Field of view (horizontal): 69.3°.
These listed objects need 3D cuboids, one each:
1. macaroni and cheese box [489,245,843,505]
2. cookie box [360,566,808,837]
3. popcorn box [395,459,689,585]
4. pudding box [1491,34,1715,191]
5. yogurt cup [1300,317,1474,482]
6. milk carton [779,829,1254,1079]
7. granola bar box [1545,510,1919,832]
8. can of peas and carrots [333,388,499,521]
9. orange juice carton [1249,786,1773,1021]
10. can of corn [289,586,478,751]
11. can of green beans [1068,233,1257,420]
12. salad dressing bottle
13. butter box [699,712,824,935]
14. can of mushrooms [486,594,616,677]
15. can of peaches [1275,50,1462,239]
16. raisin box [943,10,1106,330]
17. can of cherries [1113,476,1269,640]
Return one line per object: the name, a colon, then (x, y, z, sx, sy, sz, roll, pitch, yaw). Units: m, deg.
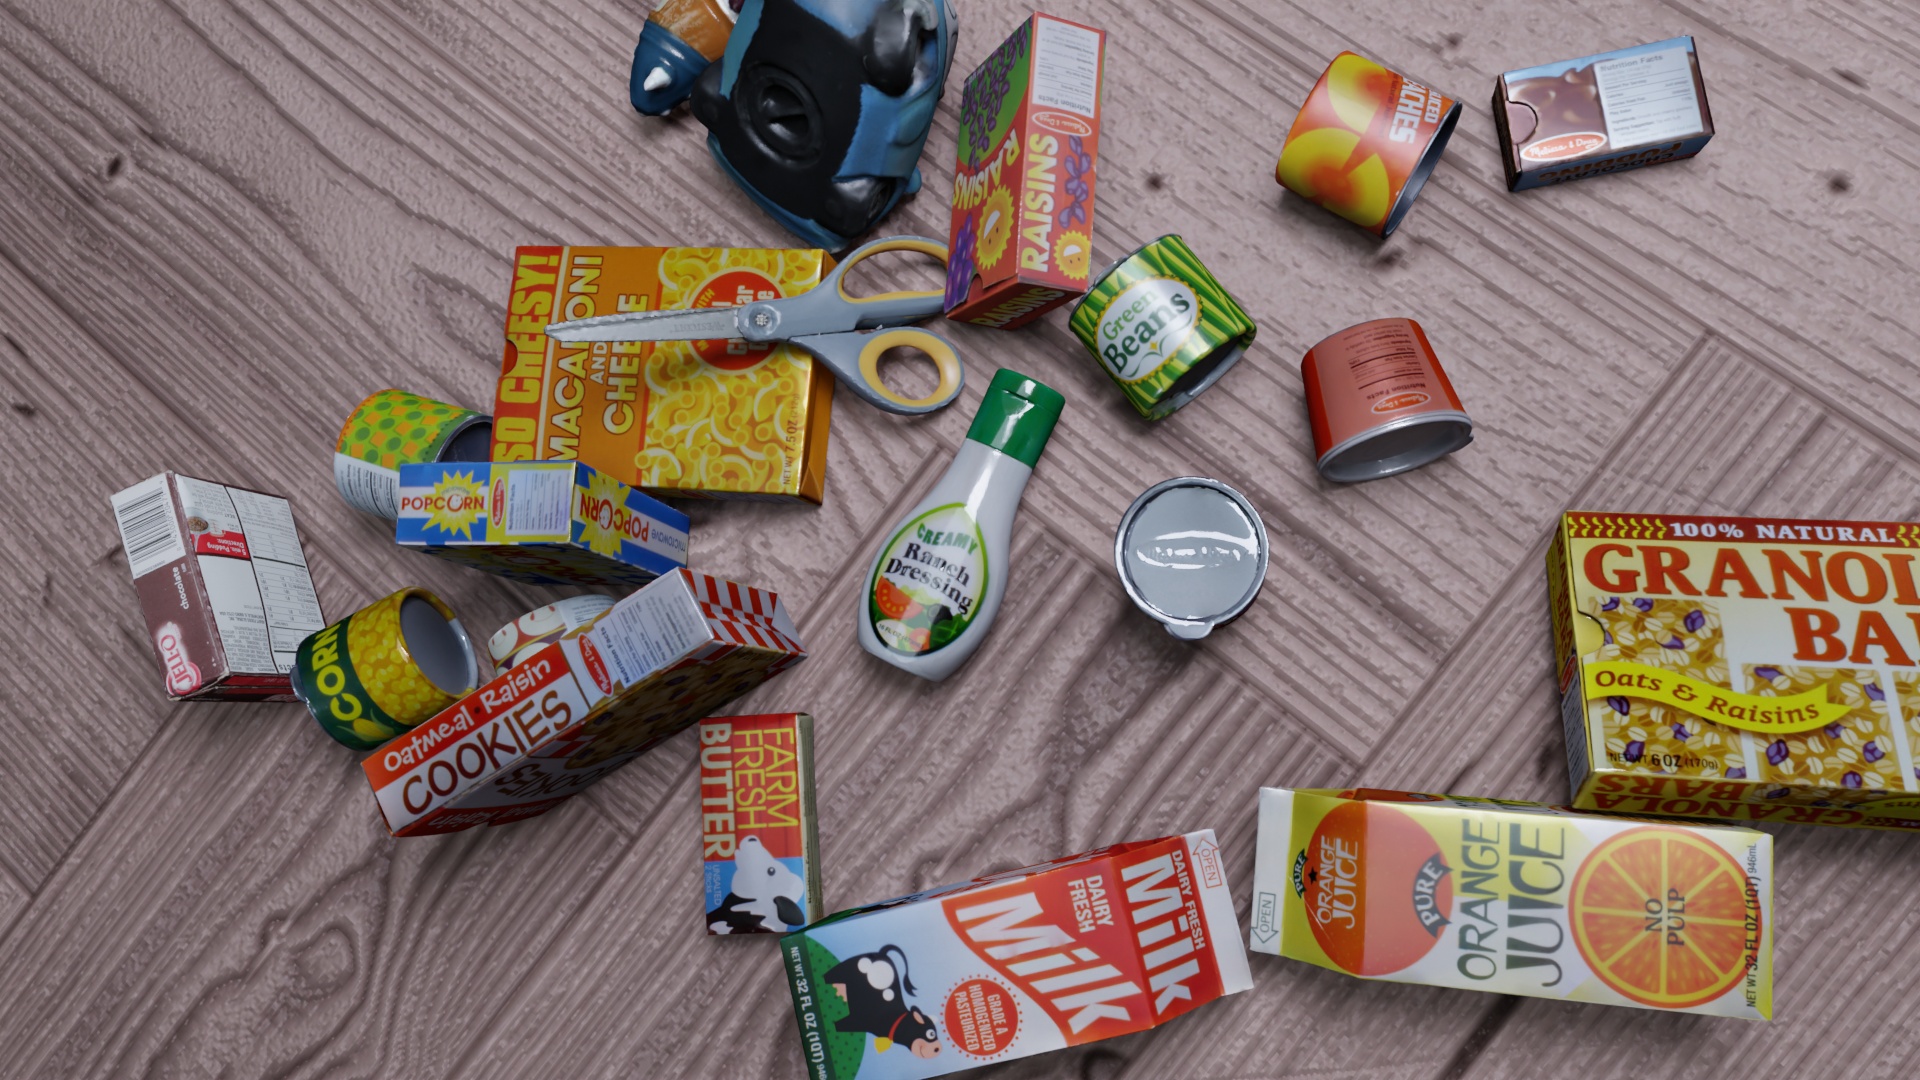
macaroni and cheese box: (-0.148, -0.085, 0.699, 0.166, 0.040, 0.124, 3, 83, 12)
cookie box: (-0.166, 0.077, 0.640, 0.167, 0.123, 0.040, -31, 77, 7)
popcorn box: (-0.191, -0.005, 0.654, 0.085, 0.126, 0.038, 0, 80, 12)
pudding box: (0.287, -0.192, 0.626, 0.084, 0.030, 0.049, -9, 82, 11)
yogurt cup: (0.185, -0.063, 0.615, 0.072, 0.072, 0.054, -16, 72, 10)
milk carton: (0.027, 0.183, 0.611, 0.190, 0.073, 0.072, -15, 80, 9)
granola bar box: (0.331, 0.050, 0.556, 0.165, 0.039, 0.125, 2, 56, 12)
can of peas and carrots: (-0.271, -0.041, 0.708, 0.059, 0.071, 0.071, 16, 87, 14)
orange juice carton: (0.220, 0.145, 0.576, 0.193, 0.073, 0.072, 2, 84, 13)
can of corn: (-0.286, 0.063, 0.694, 0.058, 0.071, 0.071, -26, 79, 7)
can of green beans: (0.093, -0.097, 0.637, 0.071, 0.071, 0.058, -38, 78, 5)
salad dressing bottle: (0.002, -0.008, 0.656, 0.064, 0.044, 0.147, 25, 88, 12)
butter box: (-0.096, 0.135, 0.669, 0.053, 0.024, 0.103, -6, 82, 11)
can of mushrooms: (-0.196, 0.056, 0.678, 0.071, 0.071, 0.033, -28, 78, 8)
can of peaches: (0.184, -0.180, 0.626, 0.058, 0.071, 0.071, 32, 91, 15)
raisin box: (0.029, -0.168, 0.647, 0.040, 0.086, 0.123, 7, 84, -23)
can of cherries: (0.104, 0.010, 0.625, 0.071, 0.058, 0.071, -1, 83, 11)
